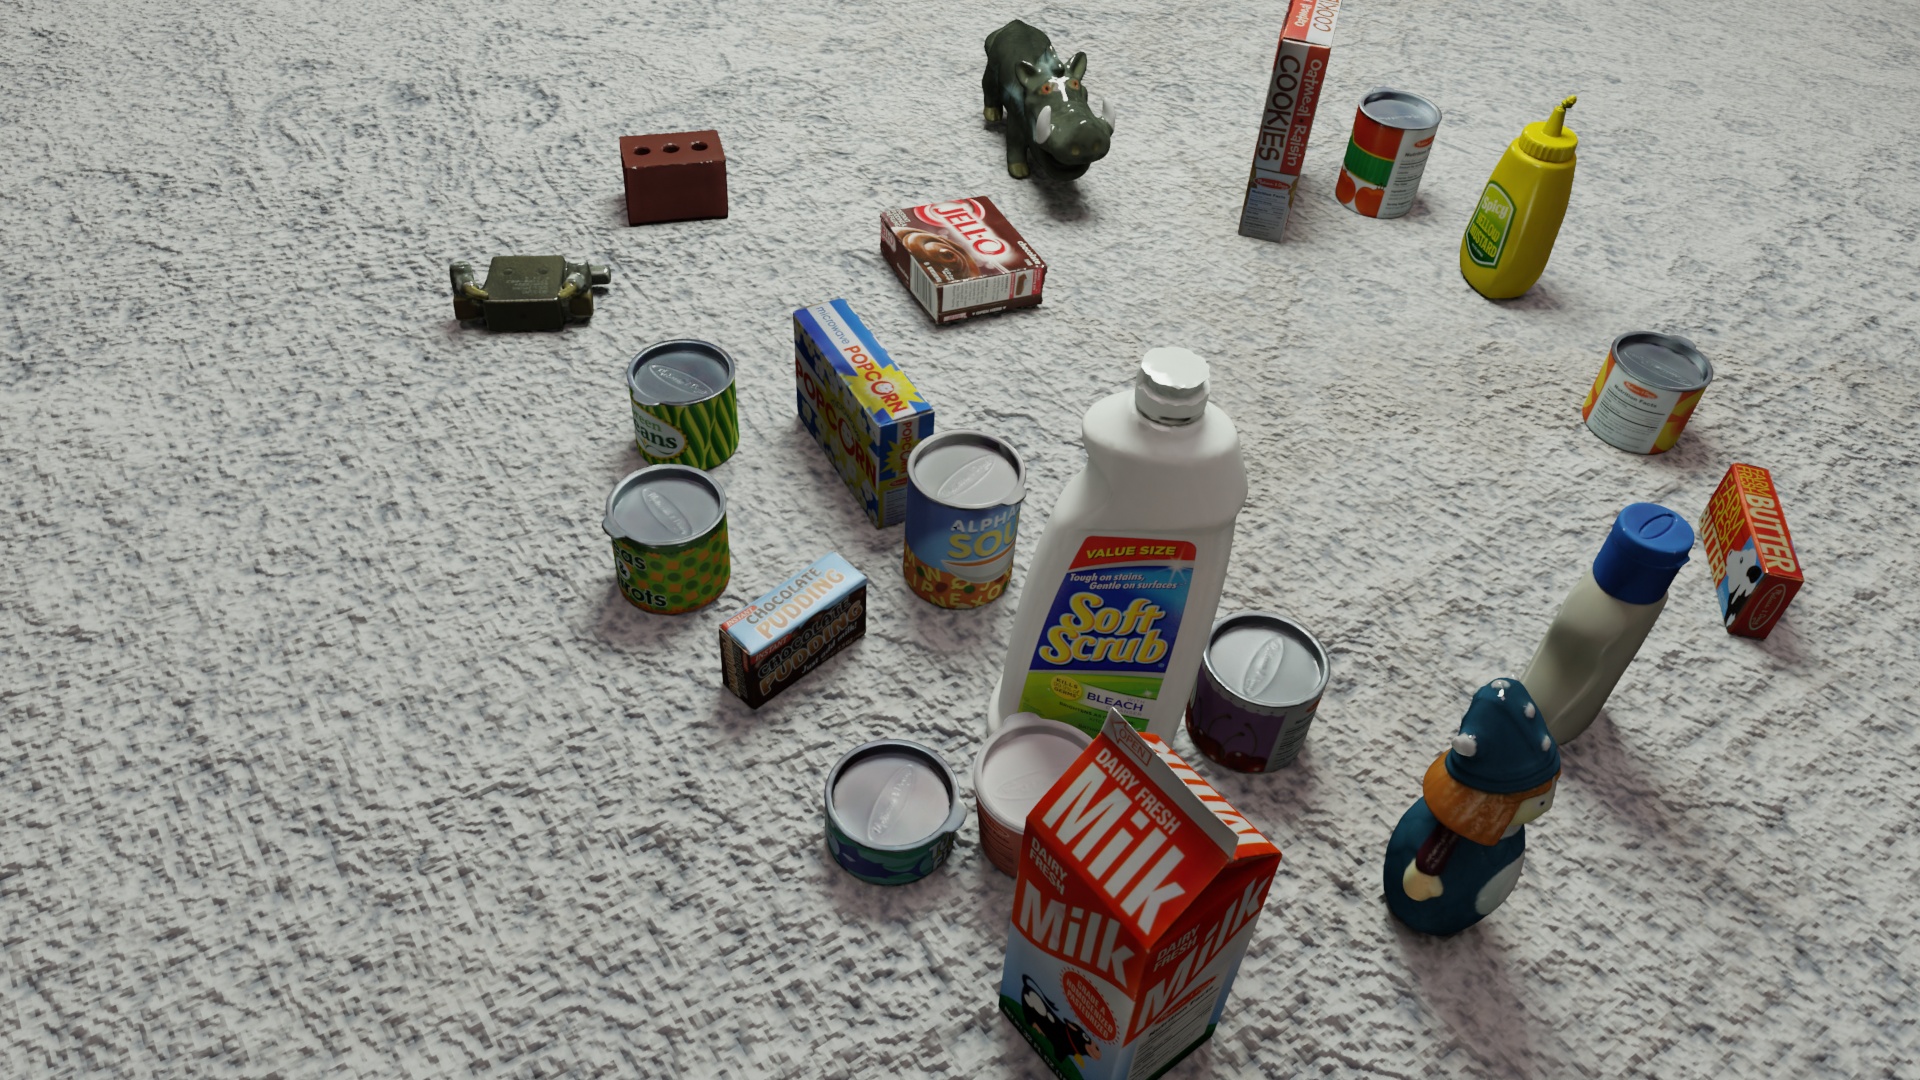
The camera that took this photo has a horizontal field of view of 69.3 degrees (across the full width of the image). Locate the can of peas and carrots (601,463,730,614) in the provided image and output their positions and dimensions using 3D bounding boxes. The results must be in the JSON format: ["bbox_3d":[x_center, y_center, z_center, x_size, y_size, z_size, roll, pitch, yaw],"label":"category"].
[{"bbox_3d":[-0.167,0.001,0.789,0.071,0.058,0.071,3,44,-2],"label":"can of peas and carrots"}]

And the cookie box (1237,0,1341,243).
[{"bbox_3d":[0.260,-0.341,1.099,0.040,0.166,0.123,14,45,9],"label":"cookie box"}]

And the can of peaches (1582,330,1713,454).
[{"bbox_3d":[0.471,-0.102,0.952,0.071,0.057,0.071,3,44,-2],"label":"can of peaches"}]

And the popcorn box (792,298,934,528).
[{"bbox_3d":[-0.062,-0.081,0.863,0.038,0.084,0.127,-19,49,-22],"label":"popcorn box"}]

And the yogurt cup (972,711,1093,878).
[{"bbox_3d":[0.038,0.130,0.679,0.072,0.053,0.073,3,44,-2],"label":"yogurt cup"}]

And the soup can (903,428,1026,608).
[{"bbox_3d":[0.003,-0.010,0.798,0.071,0.083,0.072,3,44,-2],"label":"soup can"}]

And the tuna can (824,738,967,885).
[{"bbox_3d":[-0.032,0.134,0.684,0.071,0.032,0.071,3,44,-2],"label":"tuna can"}]

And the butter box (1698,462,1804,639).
[{"bbox_3d":[0.480,0.005,0.847,0.024,0.052,0.104,11,45,6],"label":"butter box"}]

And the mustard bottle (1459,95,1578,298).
[{"bbox_3d":[0.421,-0.259,1.035,0.049,0.159,0.065,-9,46,-14],"label":"mustard bottle"}]

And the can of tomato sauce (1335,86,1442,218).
[{"bbox_3d":[0.350,-0.319,1.144,0.071,0.082,0.071,3,44,-2],"label":"can of tomato sauce"}]

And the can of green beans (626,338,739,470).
[{"bbox_3d":[-0.174,-0.085,0.877,0.071,0.057,0.071,3,44,-2],"label":"can of green beans"}]

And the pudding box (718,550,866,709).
[{"bbox_3d":[-0.090,0.048,0.755,0.030,0.049,0.084,36,52,28],"label":"pudding box"}]

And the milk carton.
[{"bbox_3d":[0.071,0.150,0.565,0.074,0.189,0.072,-26,52,-28],"label":"milk carton"}]

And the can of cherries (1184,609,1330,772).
[{"bbox_3d":[0.154,0.079,0.738,0.071,0.058,0.072,3,44,-2],"label":"can of cherries"}]

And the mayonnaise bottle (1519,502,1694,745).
[{"bbox_3d":[0.334,0.045,0.726,0.065,0.147,0.041,-26,52,-28],"label":"mayonnaise bottle"}]
